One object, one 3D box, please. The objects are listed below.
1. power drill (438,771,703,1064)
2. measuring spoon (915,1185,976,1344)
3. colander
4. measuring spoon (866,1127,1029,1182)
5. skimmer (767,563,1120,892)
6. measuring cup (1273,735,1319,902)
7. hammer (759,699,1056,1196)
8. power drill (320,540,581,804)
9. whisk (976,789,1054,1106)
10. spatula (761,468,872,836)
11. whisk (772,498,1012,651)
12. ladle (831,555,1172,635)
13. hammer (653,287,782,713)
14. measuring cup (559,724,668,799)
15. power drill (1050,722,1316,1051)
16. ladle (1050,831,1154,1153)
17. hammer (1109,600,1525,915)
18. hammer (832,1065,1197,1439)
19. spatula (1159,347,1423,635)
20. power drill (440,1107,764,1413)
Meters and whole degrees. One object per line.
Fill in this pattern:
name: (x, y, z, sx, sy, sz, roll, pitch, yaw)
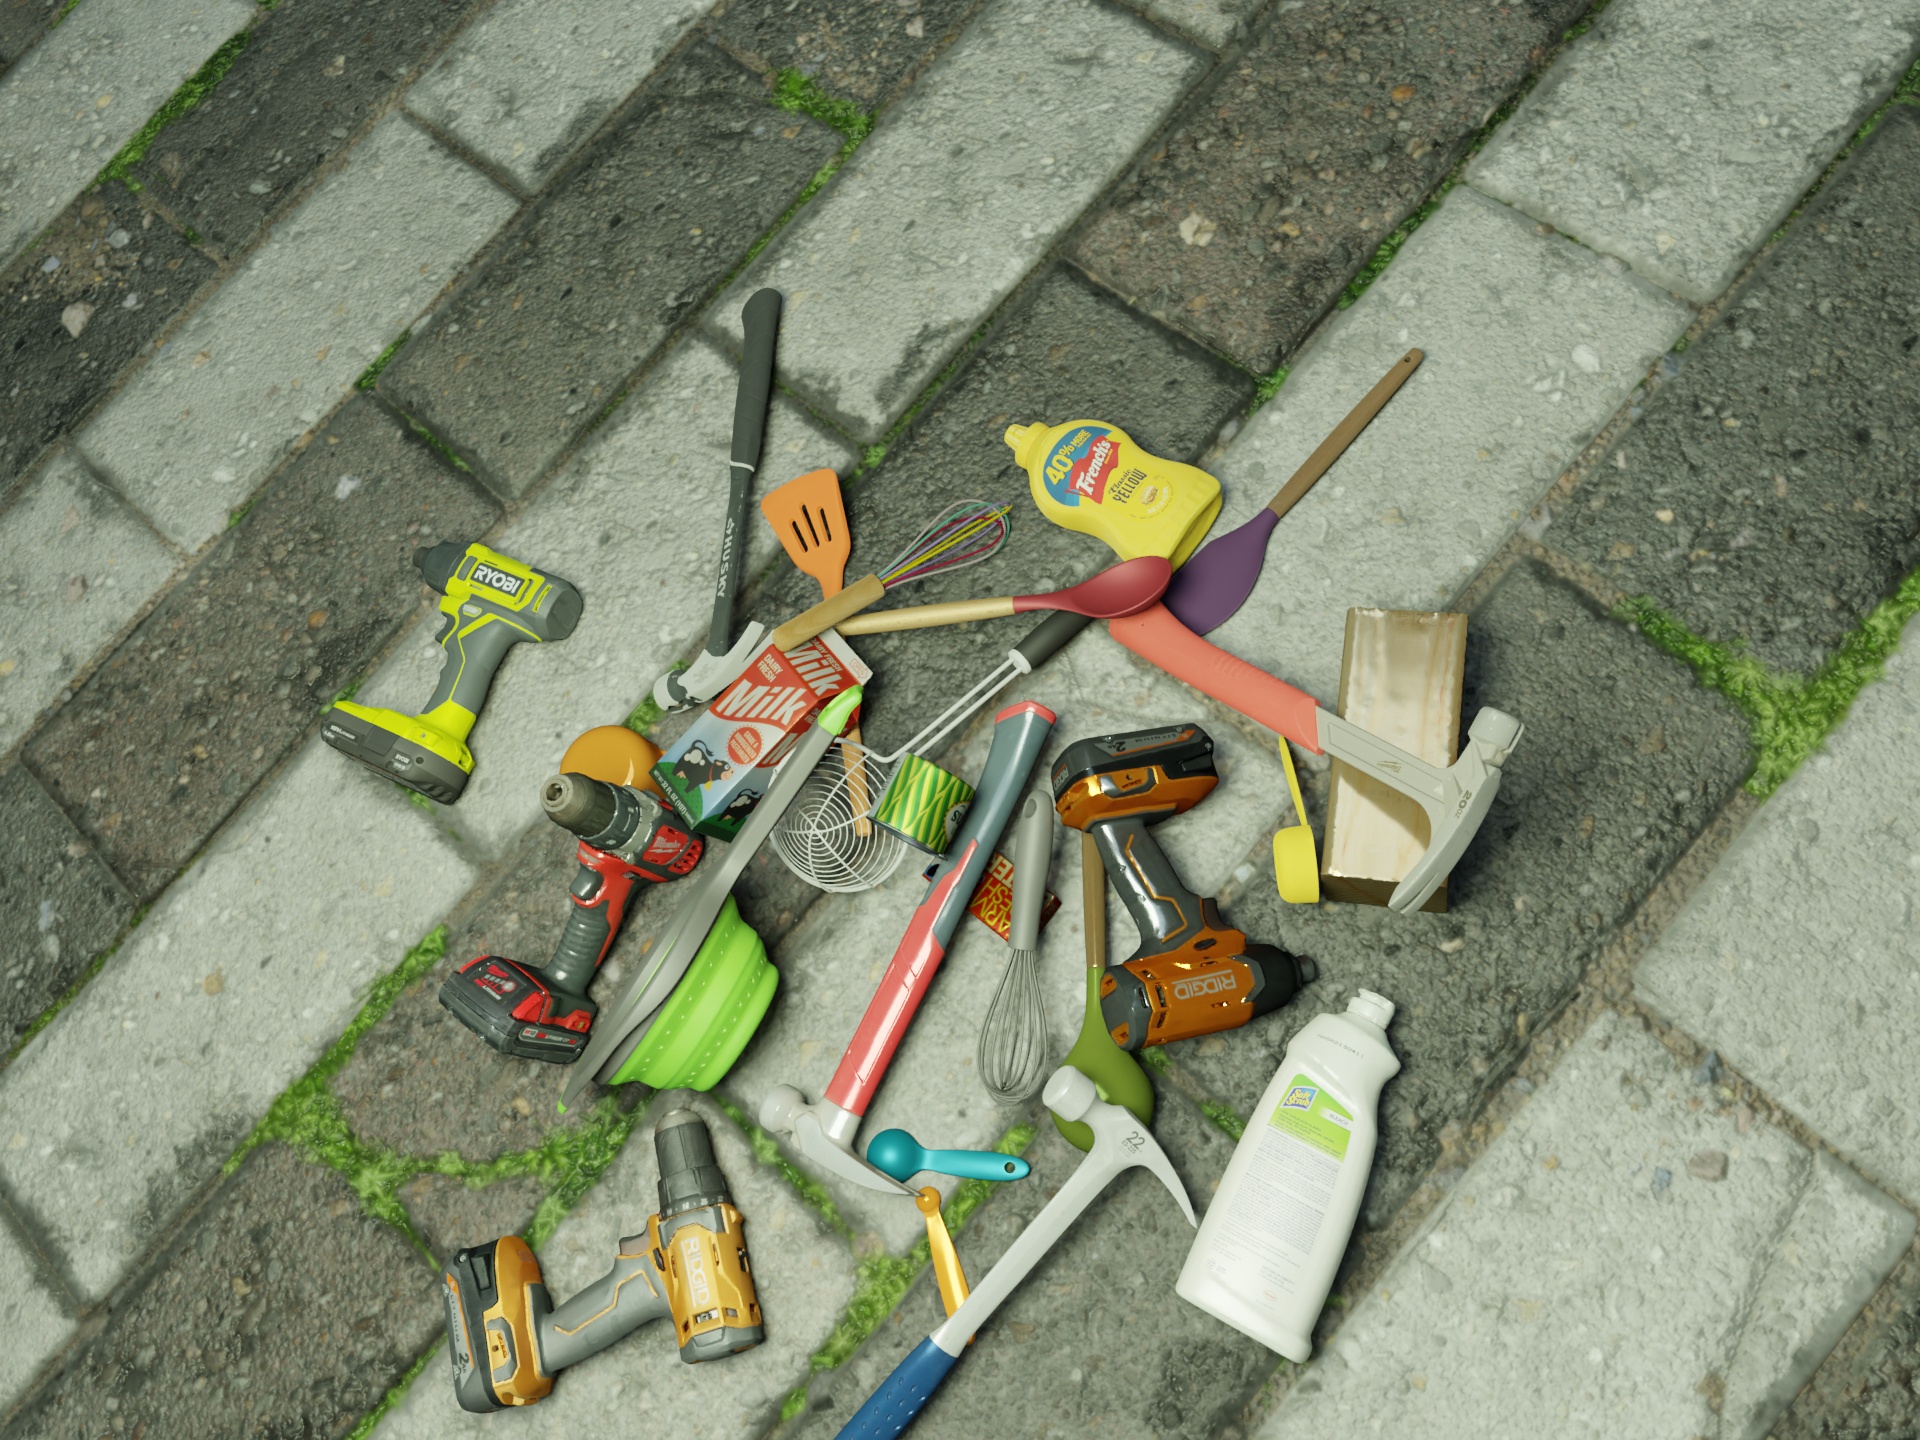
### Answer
power drill: (-0.312, 0.149, 1.259, 0.080, 0.187, 0.227, 29, 84, 26)
measuring spoon: (-0.011, 0.404, 1.181, 0.021, 0.011, 0.117, -21, 67, 7)
colander: (-0.159, 0.153, 1.212, 0.094, 0.204, 0.397, 34, 103, -8)
measuring spoon: (-0.012, 0.332, 1.200, 0.128, 0.021, 0.042, 1, 69, 16)
skimmer: (-0.002, -0.004, 1.302, 0.363, 0.090, 0.127, -40, 85, -16)
measuring cup: (0.244, 0.071, 1.198, 0.029, 0.062, 0.157, -8, 45, 6)
hammer: (-0.010, 0.166, 1.220, 0.143, 0.038, 0.386, 23, 81, 29)
power drill: (-0.465, -0.052, 1.429, 0.171, 0.080, 0.223, 21, 74, 20)
whisk: (0.048, 0.171, 1.202, 0.055, 0.055, 0.239, 6, 87, 16)
spatula: (-0.110, -0.057, 1.354, 0.081, 0.041, 0.323, -20, 68, 25)
whisk: (-0.053, -0.121, 1.323, 0.245, 0.051, 0.047, -32, 40, -22)
ladle: (0.019, -0.091, 1.297, 0.315, 0.031, 0.069, -6, 39, 16)
hammer: (-0.194, -0.212, 1.410, 0.149, 0.036, 0.409, -22, 56, 45)
measuring cup: (-0.261, 0.030, 1.356, 0.173, 0.052, 0.095, -25, 67, 7)
power drill: (0.166, 0.121, 1.188, 0.164, 0.084, 0.227, -8, 69, -17)
ladle: (0.104, 0.170, 1.224, 0.078, 0.062, 0.320, -3, 63, 6)
hammer: (0.232, -0.001, 1.174, 0.359, 0.036, 0.149, 34, 95, 46)
hammer: (0.000, 0.440, 1.129, 0.144, 0.035, 0.405, 40, 92, -9)
spatula: (0.276, -0.188, 1.312, 0.060, 0.018, 0.316, 40, 86, 23)
power drill: (-0.274, 0.412, 1.213, 0.226, 0.084, 0.185, -18, 67, 3)
